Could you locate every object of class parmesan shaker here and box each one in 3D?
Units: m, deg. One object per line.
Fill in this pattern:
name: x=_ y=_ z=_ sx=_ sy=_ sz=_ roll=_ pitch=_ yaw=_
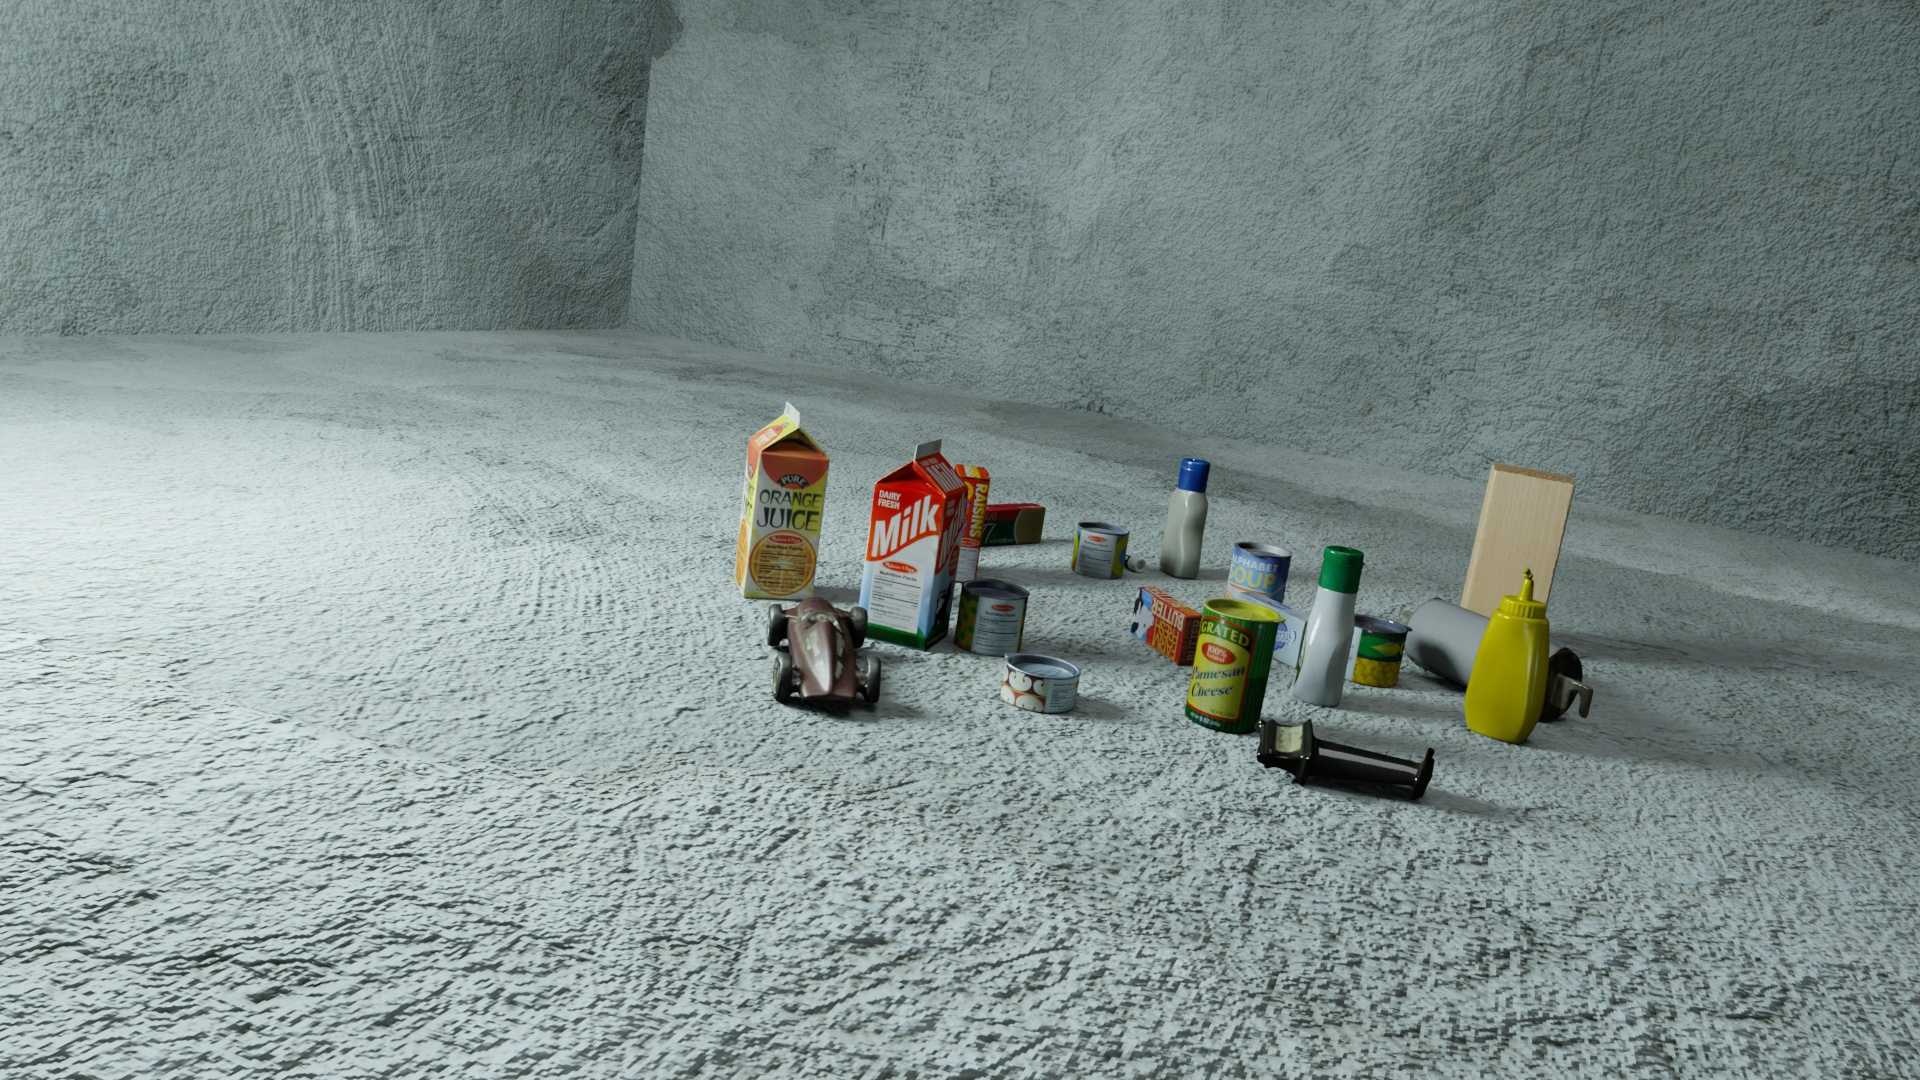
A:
parmesan shaker: x=0.237 y=0.109 z=1.202 sx=0.071 sy=0.102 sz=0.071 roll=8 pitch=12 yaw=-2

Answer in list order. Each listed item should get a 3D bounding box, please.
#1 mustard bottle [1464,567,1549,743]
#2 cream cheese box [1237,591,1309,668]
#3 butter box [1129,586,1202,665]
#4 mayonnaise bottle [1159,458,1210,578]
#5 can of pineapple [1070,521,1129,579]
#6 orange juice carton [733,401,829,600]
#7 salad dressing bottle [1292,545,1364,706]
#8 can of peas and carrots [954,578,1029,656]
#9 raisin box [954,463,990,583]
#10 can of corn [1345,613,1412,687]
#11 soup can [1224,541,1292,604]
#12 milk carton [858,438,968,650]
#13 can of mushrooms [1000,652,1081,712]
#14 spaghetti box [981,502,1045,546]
mustard bottle: x=0.508 y=0.103 z=1.273 sx=0.065 sy=0.159 sz=0.049 roll=17 pitch=15 yaw=38
cream cheese box: x=0.329 y=0.093 z=1.452 sx=0.024 sy=0.053 sz=0.104 roll=1 pitch=14 yaw=-31
butter box: x=0.209 y=0.086 z=1.409 sx=0.024 sy=0.053 sz=0.103 roll=3 pitch=13 yaw=-22
mayonnaise bottle: x=0.288 y=-0.029 z=1.763 sx=0.041 sy=0.147 sz=0.065 roll=4 pitch=12 yaw=-19
can of pineapple: x=0.173 y=0.012 z=1.716 sx=0.071 sy=0.057 sz=0.071 roll=8 pitch=12 yaw=-2
orange juice carton: x=-0.180 y=-0.041 z=1.408 sx=0.073 sy=0.192 sz=0.072 roll=4 pitch=12 yaw=-18
salad dressing bottle: x=0.348 y=0.080 z=1.304 sx=0.044 sy=0.147 sz=0.064 roll=14 pitch=13 yaw=26
can of peas and carrots: x=0.029 y=0.073 z=1.336 sx=0.071 sy=0.058 sz=0.071 roll=8 pitch=12 yaw=-2
raisin box: x=0.006 y=-0.020 z=1.597 sx=0.040 sy=0.123 sz=0.086 roll=7 pitch=12 yaw=-4
can of corn: x=0.419 y=0.112 z=1.413 sx=0.071 sy=0.058 sz=0.071 roll=8 pitch=12 yaw=-2
soup can: x=0.338 y=0.050 z=1.587 sx=0.071 sy=0.083 sz=0.071 roll=8 pitch=12 yaw=-2
milk carton: x=-0.043 y=0.000 z=1.316 sx=0.073 sy=0.190 sz=0.072 roll=11 pitch=12 yaw=16
can of mushrooms: x=0.067 y=0.122 z=1.197 sx=0.071 sy=0.033 sz=0.071 roll=8 pitch=12 yaw=-2
spaghetti box: x=0.010 y=-0.018 z=1.765 sx=0.251 sy=0.050 sz=0.029 roll=-3 pitch=16 yaw=-43
